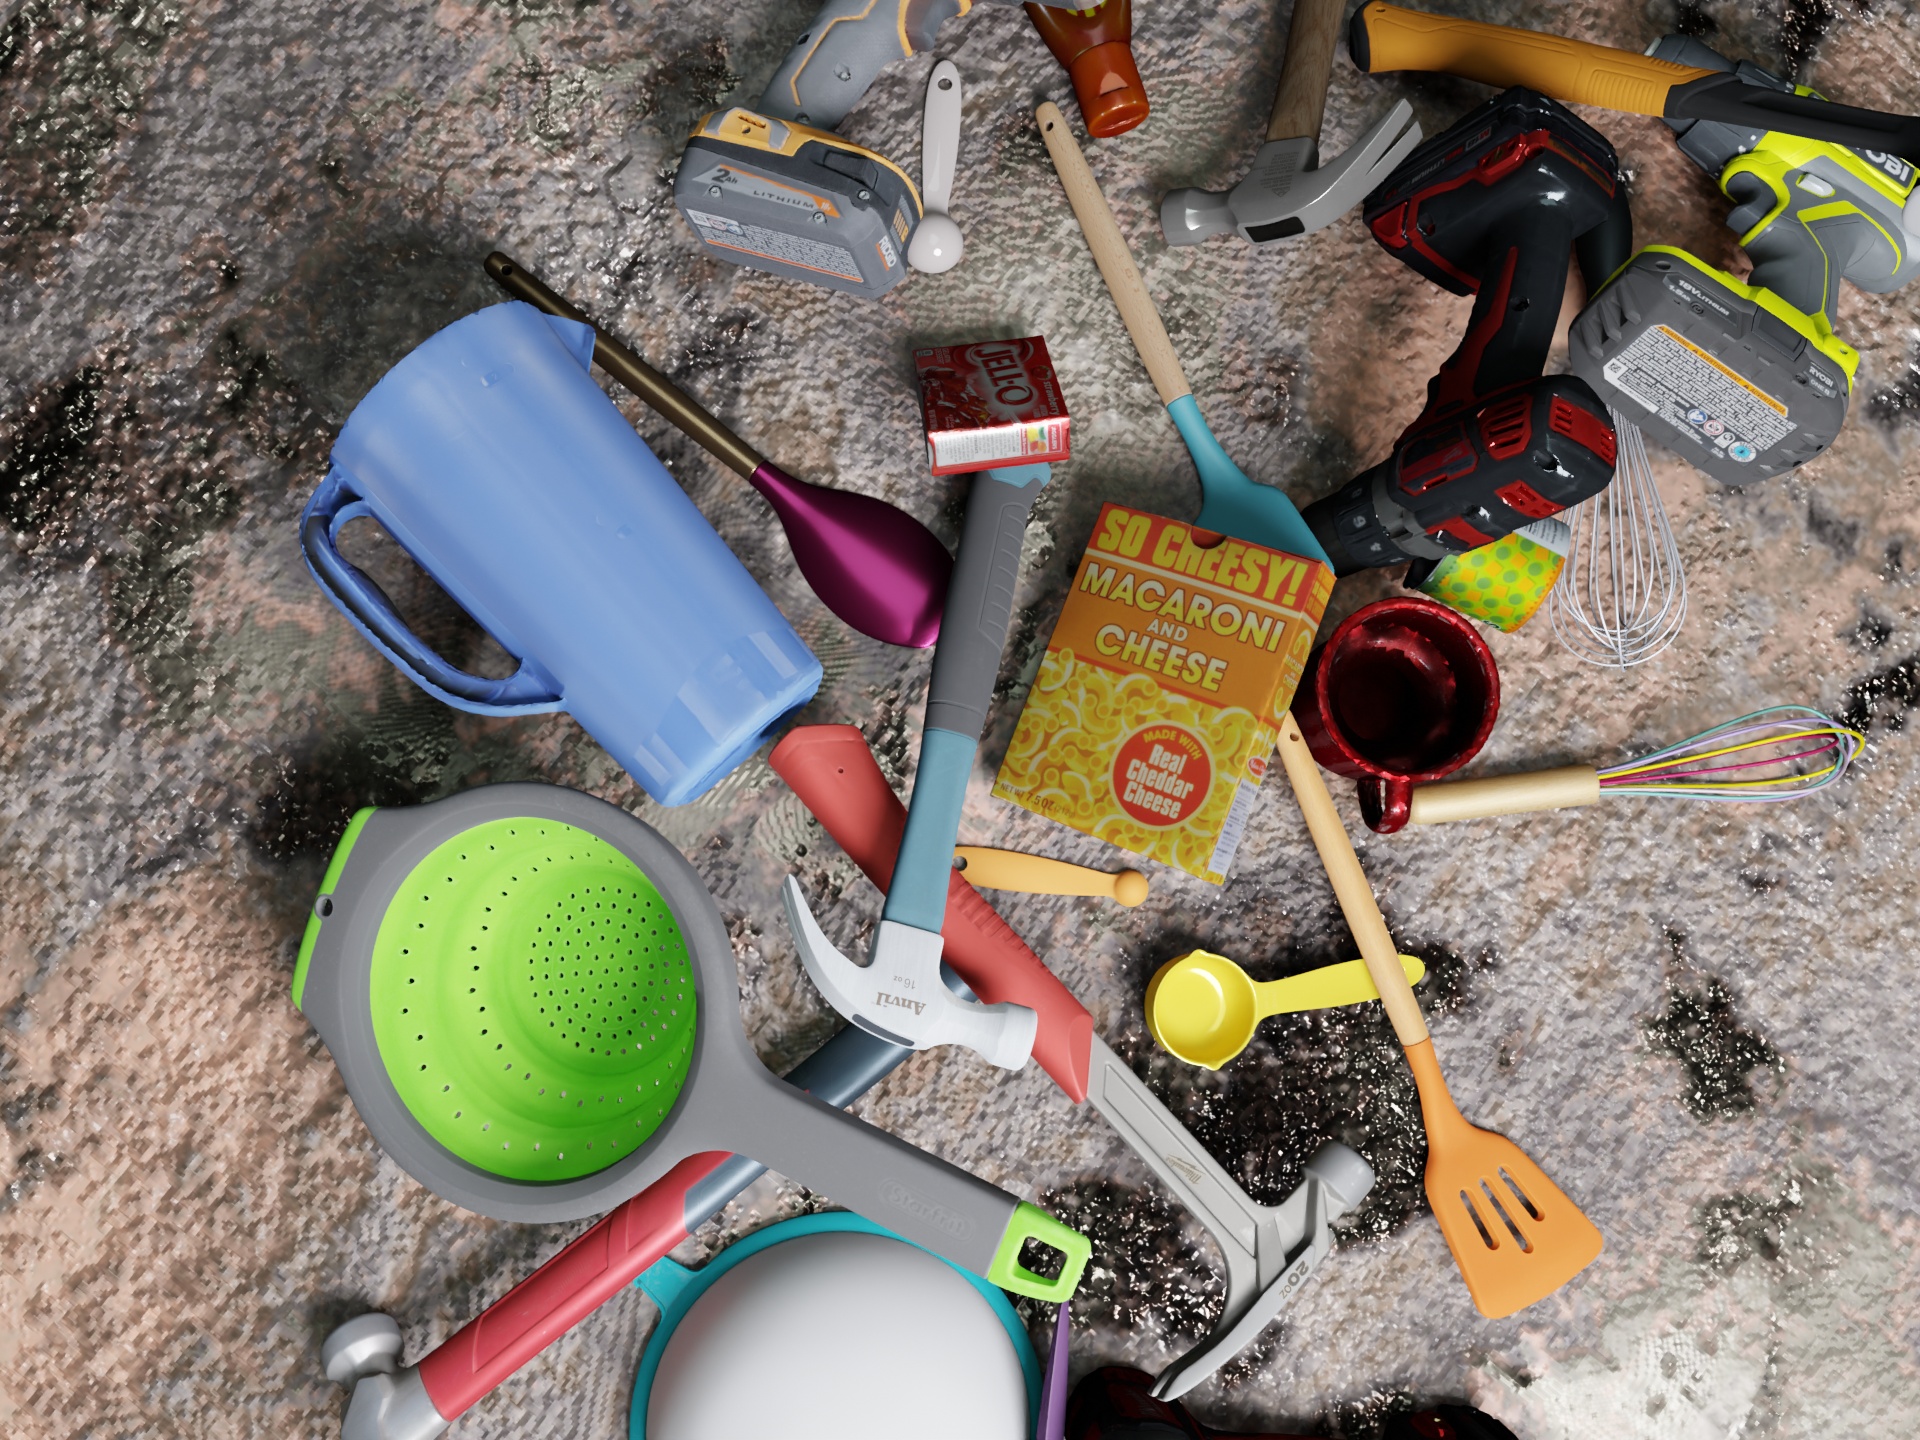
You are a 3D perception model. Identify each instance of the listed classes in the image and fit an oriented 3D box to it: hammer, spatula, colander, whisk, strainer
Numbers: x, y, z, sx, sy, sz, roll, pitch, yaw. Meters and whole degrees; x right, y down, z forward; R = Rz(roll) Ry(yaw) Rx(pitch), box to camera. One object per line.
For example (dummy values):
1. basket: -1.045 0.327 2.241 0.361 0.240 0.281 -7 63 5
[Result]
1. hammer: -0.125 0.241 0.777 0.386 0.038 0.143 -37 49 -10
2. spatula: 0.105 -0.197 0.859 0.082 0.044 0.317 -27 82 28
3. hammer: 0.204 -0.414 0.874 0.130 0.031 0.331 5 75 34
4. colander: -0.119 0.161 0.756 0.397 0.094 0.204 23 96 12
5. hammer: 0.029 0.145 0.776 0.149 0.036 0.359 -41 82 -18
6. whisk: 0.359 0.028 0.849 0.245 0.047 0.051 -7 86 0
7. spatula: 0.231 0.143 0.821 0.081 0.041 0.322 -24 91 -17
8. strainer: -0.054 0.416 0.760 0.211 0.095 0.340 -5 83 -3
9. hammer: -0.001 -0.003 0.789 0.128 0.033 0.331 15 65 -7
10. spatula: 0.036 0.437 0.780 0.018 0.060 0.316 5 92 9
11. hammer: 0.360 -0.331 0.817 0.337 0.034 0.127 26 63 29
12. whisk: 0.353 -0.166 0.863 0.070 0.070 0.285 2 79 -2

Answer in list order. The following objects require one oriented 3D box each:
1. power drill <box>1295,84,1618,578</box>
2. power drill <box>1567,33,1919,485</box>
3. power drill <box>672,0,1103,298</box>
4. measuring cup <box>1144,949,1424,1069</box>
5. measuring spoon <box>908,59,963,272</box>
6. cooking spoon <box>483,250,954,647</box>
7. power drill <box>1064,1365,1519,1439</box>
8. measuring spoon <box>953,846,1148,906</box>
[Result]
1. power drill: 0.248 -0.185 0.818 0.080 0.188 0.227 21 67 -26
2. power drill: 0.413 -0.254 0.841 0.190 0.080 0.228 35 64 0
3. power drill: -0.033 -0.342 0.836 0.185 0.084 0.226 18 81 15
4. measuring cup: 0.170 0.143 0.840 0.156 0.029 0.062 -7 87 -15
5. measuring spoon: -0.012 -0.309 0.878 0.034 0.018 0.124 4 83 -2
6. cooking spoon: -0.130 -0.150 0.856 0.319 0.017 0.069 38 83 1
7. power drill: 0.164 0.369 0.753 0.219 0.143 0.078 11 86 -4
8. measuring spoon: 0.043 0.082 0.842 0.117 0.011 0.021 8 84 -2
